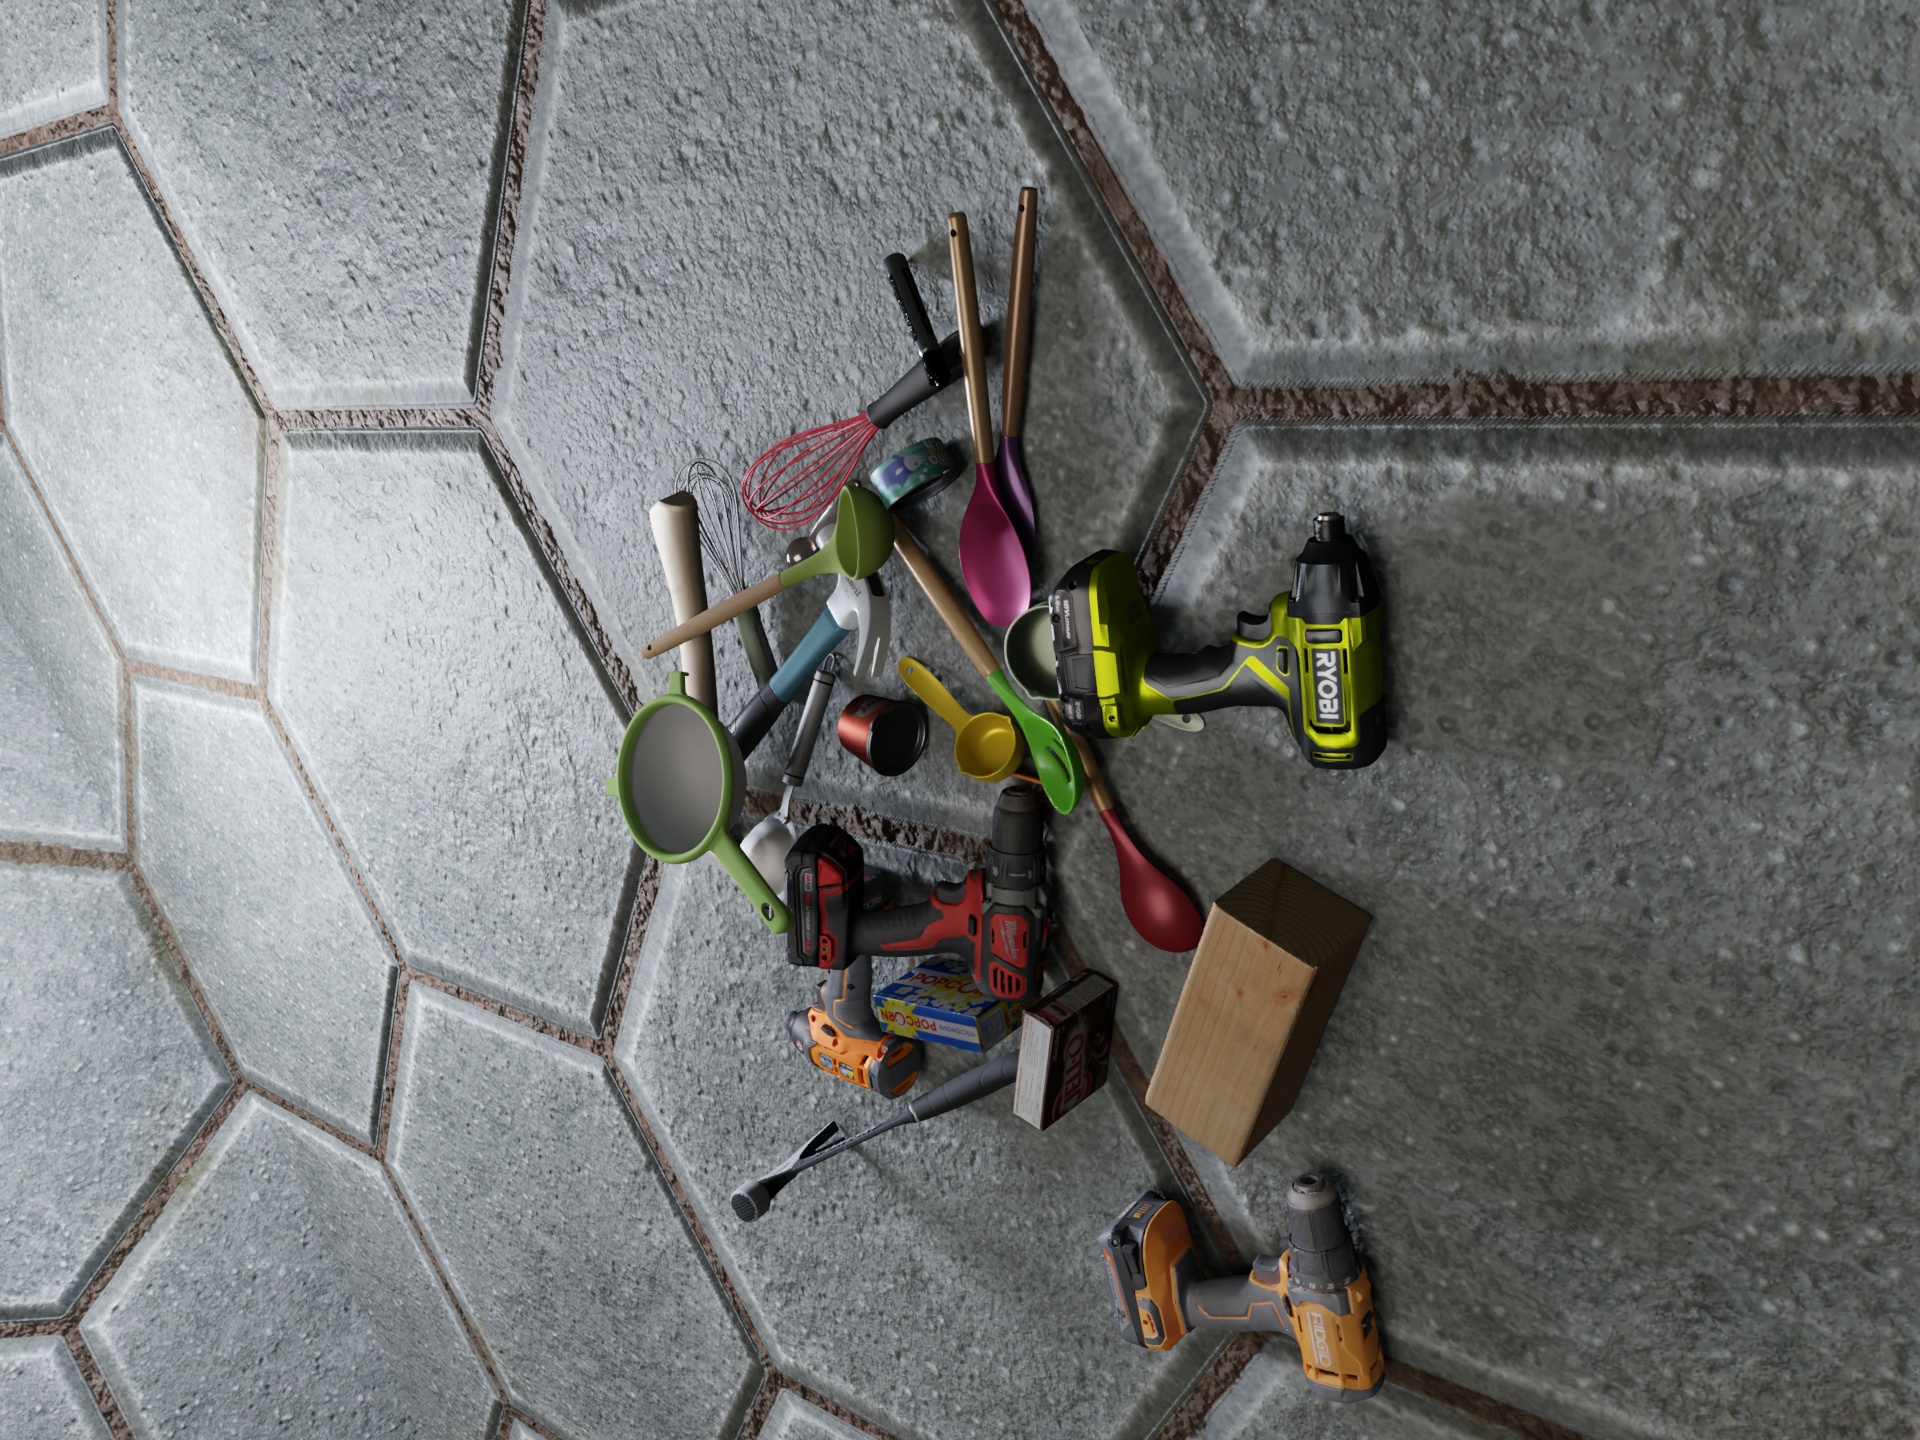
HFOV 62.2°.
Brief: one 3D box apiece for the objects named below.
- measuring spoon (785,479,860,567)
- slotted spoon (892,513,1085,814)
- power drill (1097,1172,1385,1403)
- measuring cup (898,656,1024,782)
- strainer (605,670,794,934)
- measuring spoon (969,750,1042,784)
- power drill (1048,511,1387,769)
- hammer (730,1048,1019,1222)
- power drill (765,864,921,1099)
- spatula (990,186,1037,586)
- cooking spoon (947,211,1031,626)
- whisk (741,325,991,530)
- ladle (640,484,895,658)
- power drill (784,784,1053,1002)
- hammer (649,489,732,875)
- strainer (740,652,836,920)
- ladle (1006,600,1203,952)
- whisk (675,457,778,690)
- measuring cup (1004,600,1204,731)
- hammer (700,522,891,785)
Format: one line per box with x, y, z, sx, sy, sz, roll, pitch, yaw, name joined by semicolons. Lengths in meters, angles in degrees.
-0.123;-0.169;1.393;0.034;0.018;0.124;54;134;11;measuring spoon
0.014;-0.059;1.293;0.314;0.031;0.070;56;154;18;slotted spoon
0.228;0.448;1.307;0.226;0.084;0.185;-2;107;38;power drill
-0.002;-0.004;1.351;0.062;0.029;0.157;-48;54;5;measuring cup
-0.204;0.087;1.396;0.257;0.069;0.151;49;118;27;strainer
0.050;0.042;1.331;0.117;0.021;0.011;17;89;36;measuring spoon
0.181;-0.058;1.111;0.223;0.080;0.171;2;110;29;power drill
-0.051;0.378;1.517;0.409;0.149;0.036;-34;86;36;hammer
-0.126;0.245;1.540;0.164;0.084;0.226;12;119;41;power drill
0.041;-0.242;1.211;0.060;0.018;0.315;24;124;33;spatula
0.017;-0.223;1.217;0.069;0.017;0.318;10;117;38;cooking spoon
-0.080;-0.238;1.300;0.296;0.073;0.073;-29;88;39;whisk
-0.178;-0.114;1.370;0.320;0.062;0.078;-23;70;35;ladle
-0.032;0.139;1.364;0.227;0.080;0.187;5;107;11;power drill
-0.241;-0.024;1.514;0.146;0.038;0.410;25;132;31;hammer
-0.158;0.061;1.456;0.087;0.050;0.258;24;97;54;strainer
0.108;0.047;1.275;0.069;0.031;0.315;-26;88;47;ladle
-0.206;-0.123;1.473;0.059;0.058;0.246;-13;105;17;whisk
0.115;-0.037;1.230;0.167;0.038;0.083;27;115;10;measuring cup
-0.170;-0.019;1.431;0.331;0.033;0.128;-47;61;31;hammer
